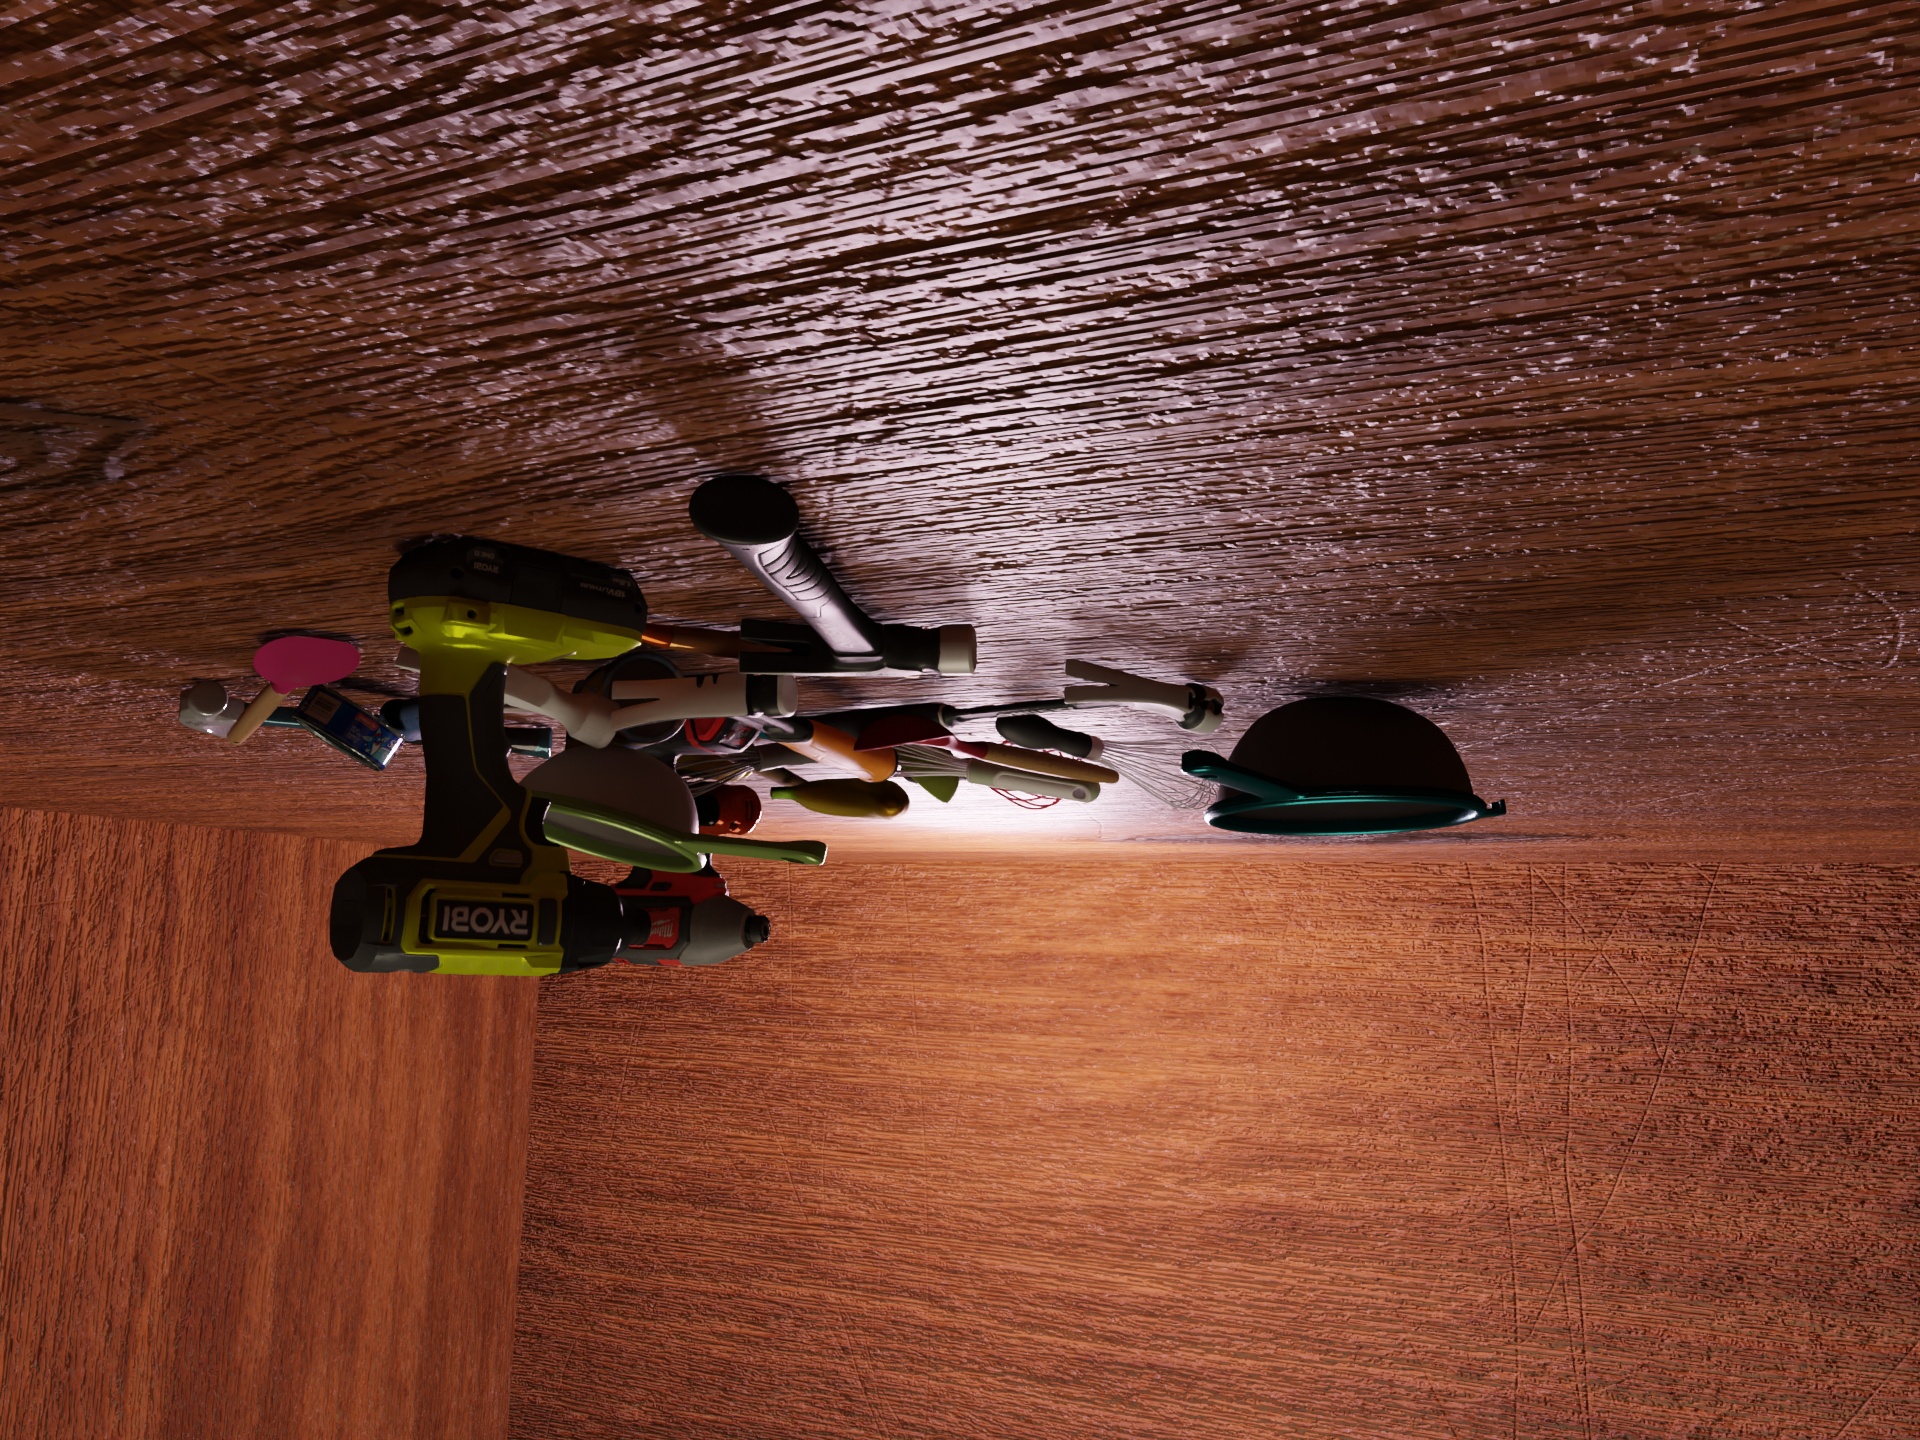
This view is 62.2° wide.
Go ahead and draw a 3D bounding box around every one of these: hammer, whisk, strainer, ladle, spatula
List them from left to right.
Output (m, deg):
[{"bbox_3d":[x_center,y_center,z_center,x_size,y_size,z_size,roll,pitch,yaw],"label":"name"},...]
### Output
[{"bbox_3d":[-0.526,0.005,1.438,0.330,0.033,0.128,7,169,-33],"label":"hammer"},{"bbox_3d":[-0.385,-0.014,1.198,0.144,0.035,0.405,26,164,-26],"label":"hammer"},{"bbox_3d":[-0.199,0.057,1.101,0.256,0.069,0.151,4,160,27],"label":"strainer"},{"bbox_3d":[-0.166,-0.042,1.021,0.322,0.041,0.081,6,170,-32],"label":"spatula"},{"bbox_3d":[-0.213,0.023,1.424,0.060,0.018,0.315,-9,160,23],"label":"spatula"},{"bbox_3d":[-0.179,0.030,1.396,0.239,0.055,0.055,-10,180,-39],"label":"whisk"},{"bbox_3d":[-0.126,0.011,1.174,0.127,0.034,0.336,-4,170,16],"label":"hammer"},{"bbox_3d":[-0.083,-0.067,0.852,0.146,0.035,0.334,0,171,8],"label":"hammer"},{"bbox_3d":[-0.140,0.045,1.551,0.320,0.062,0.078,0,158,33],"label":"ladle"},{"bbox_3d":[-0.002,-0.004,1.258,0.409,0.036,0.149,-6,168,43],"label":"hammer"},{"bbox_3d":[0.002,0.042,1.396,0.246,0.057,0.059,9,-143,11],"label":"whisk"},{"bbox_3d":[0.020,0.047,1.526,0.073,0.073,0.296,7,175,-32],"label":"whisk"},{"bbox_3d":[0.034,0.028,1.255,0.069,0.031,0.315,-7,168,39],"label":"ladle"},{"bbox_3d":[0.135,0.030,1.405,0.284,0.070,0.070,16,164,-40],"label":"whisk"},{"bbox_3d":[0.255,0.021,1.178,0.211,0.095,0.340,-8,165,37],"label":"strainer"}]

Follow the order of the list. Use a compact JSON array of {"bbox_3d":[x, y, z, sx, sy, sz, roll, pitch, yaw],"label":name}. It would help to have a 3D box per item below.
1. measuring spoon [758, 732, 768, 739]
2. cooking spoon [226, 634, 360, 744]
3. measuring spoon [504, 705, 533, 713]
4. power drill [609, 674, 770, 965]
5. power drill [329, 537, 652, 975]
[{"bbox_3d":[-0.166,0.008,1.457,0.128,0.021,0.042,21,162,-39],"label":"measuring spoon"},{"bbox_3d":[-0.523,-0.021,1.211,0.068,0.017,0.319,7,163,-33],"label":"cooking spoon"},{"bbox_3d":[-0.410,-0.003,1.406,0.124,0.018,0.034,-2,171,18],"label":"measuring spoon"},{"bbox_3d":[-0.211,0.079,1.227,0.143,0.220,0.078,-1,171,18],"label":"power drill"},{"bbox_3d":[-0.241,0.026,0.864,0.171,0.223,0.080,9,169,-41],"label":"power drill"}]
